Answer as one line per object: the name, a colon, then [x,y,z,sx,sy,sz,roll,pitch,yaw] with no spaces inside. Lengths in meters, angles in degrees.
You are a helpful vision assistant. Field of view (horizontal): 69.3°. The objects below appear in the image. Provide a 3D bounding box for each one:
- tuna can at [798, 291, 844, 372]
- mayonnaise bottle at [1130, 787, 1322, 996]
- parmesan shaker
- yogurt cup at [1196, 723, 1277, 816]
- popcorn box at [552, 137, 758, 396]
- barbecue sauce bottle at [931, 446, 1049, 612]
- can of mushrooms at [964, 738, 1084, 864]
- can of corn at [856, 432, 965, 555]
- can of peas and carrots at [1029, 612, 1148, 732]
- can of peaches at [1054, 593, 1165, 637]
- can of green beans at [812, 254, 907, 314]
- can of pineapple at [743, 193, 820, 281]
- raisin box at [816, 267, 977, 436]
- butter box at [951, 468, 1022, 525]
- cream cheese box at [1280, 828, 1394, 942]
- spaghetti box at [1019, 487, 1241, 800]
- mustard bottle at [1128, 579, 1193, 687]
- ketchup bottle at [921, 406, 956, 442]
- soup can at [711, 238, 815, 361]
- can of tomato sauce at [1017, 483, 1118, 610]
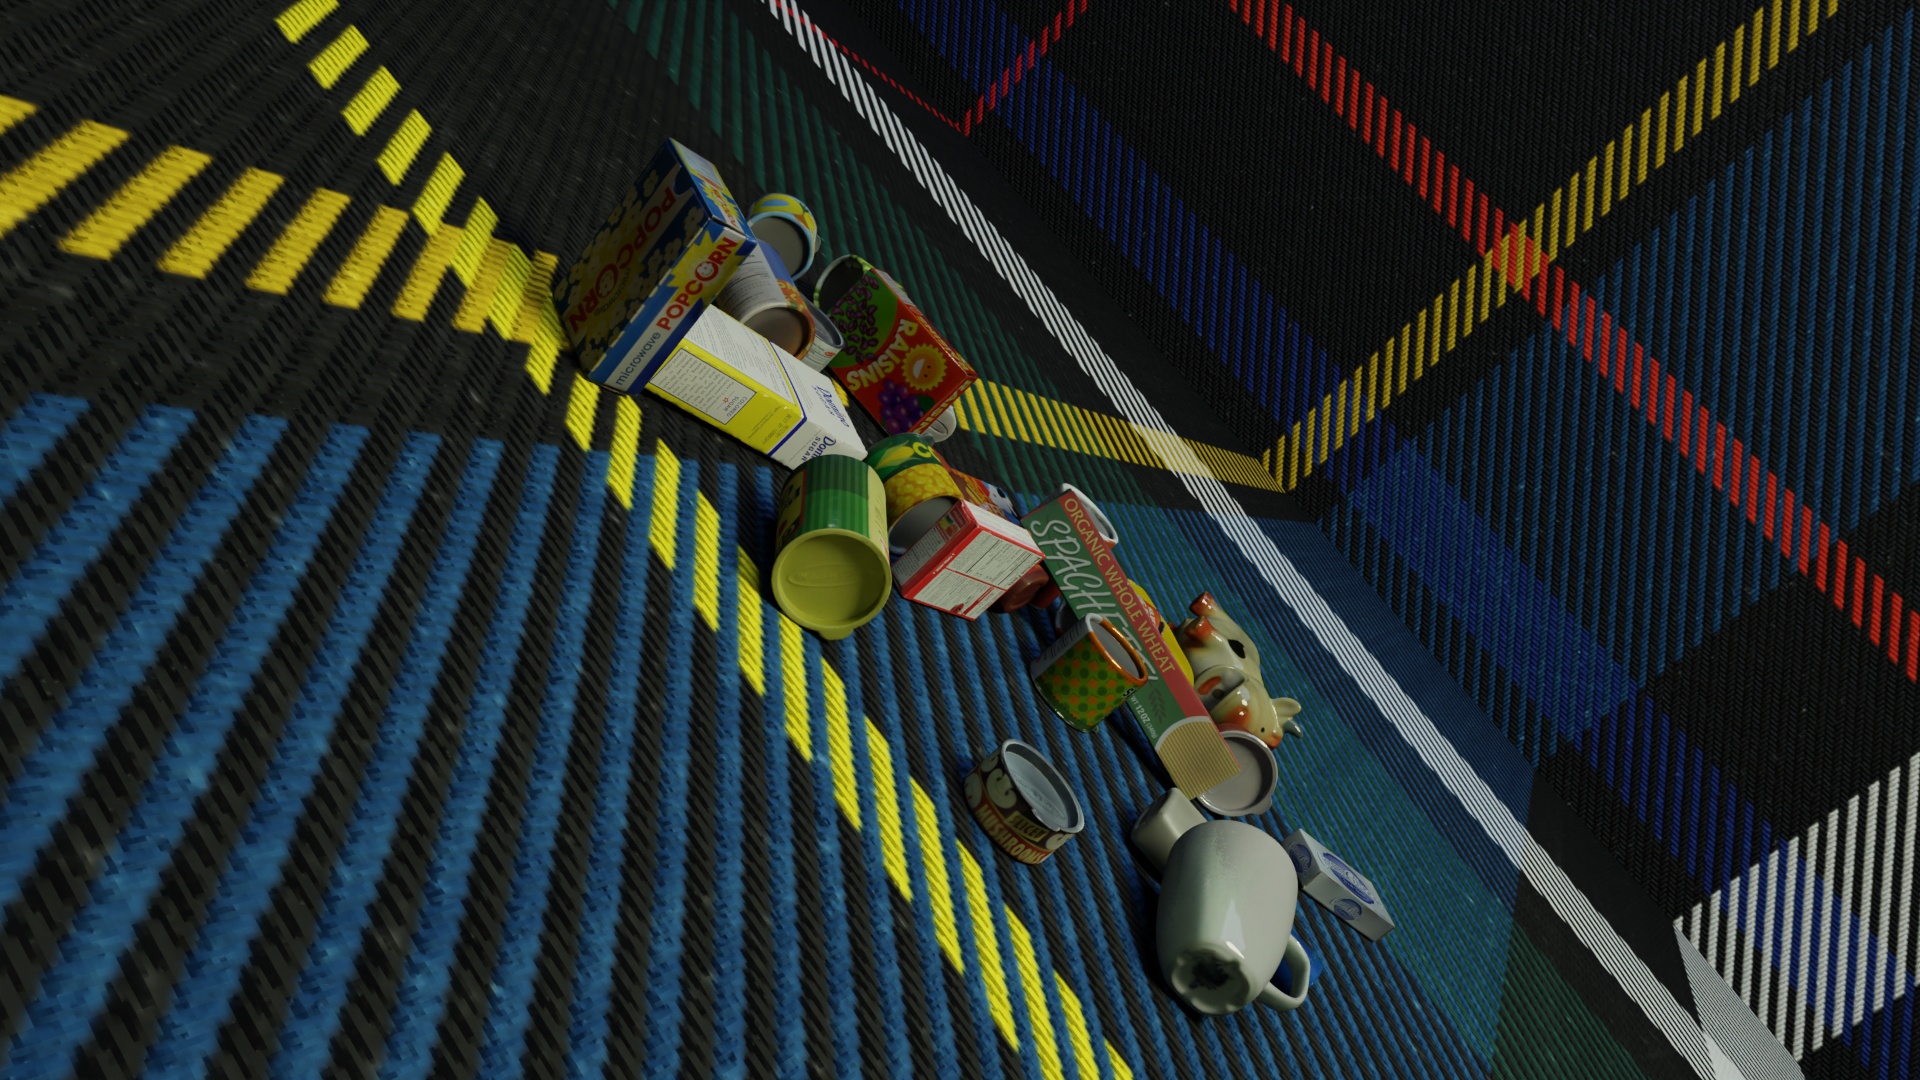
tuna can: [-0.129,-0.169,1.117,0.071,0.032,0.071,41,18,-16]
mayonnaise bottle: [0.175,0.234,0.915,0.148,0.041,0.065,49,19,6]
parmesan shaker: [-0.075,0.002,0.813,0.071,0.071,0.103,39,18,-22]
yogurt cup: [0.212,0.176,1.091,0.072,0.072,0.054,46,9,-1]
popcorn box: [-0.182,-0.159,0.815,0.038,0.126,0.085,21,29,-46]
barbecue sauce bottle: [0.004,-0.013,1.061,0.149,0.043,0.065,50,14,14]
can of mushrooms: [0.036,0.150,0.789,0.071,0.033,0.071,42,17,-16]
can of corn: [-0.035,-0.033,0.968,0.071,0.071,0.058,20,32,-56]
can of peas and carrots: [0.095,0.097,1.002,0.071,0.058,0.071,41,18,-17]
can of peaches: [0.119,0.064,1.110,0.058,0.071,0.071,38,19,-21]
can of green beans: [-0.091,-0.216,1.255,0.058,0.071,0.071,27,26,-47]
can of pineapple: [-0.156,-0.259,1.194,0.071,0.071,0.058,39,19,-22]
raisin box: [-0.058,-0.152,1.153,0.123,0.086,0.040,49,12,9]
butter box: [0.013,-0.028,1.148,0.103,0.024,0.053,19,31,-57]
cream cheese box: [0.309,0.284,1.142,0.103,0.024,0.053,38,18,-26]
spaghetti box: [0.127,0.077,1.053,0.250,0.050,0.028,60,3,6]
mustard bottle: [0.149,0.077,1.189,0.065,0.048,0.161,37,19,-31]
ketchup bottle: [-0.034,-0.142,1.257,0.064,0.043,0.149,35,21,-30]
soup can: [-0.149,-0.170,1.020,0.071,0.071,0.084,28,26,-46]
can of tomato sauce: [0.077,0.005,1.121,0.071,0.083,0.071,41,18,-16]
